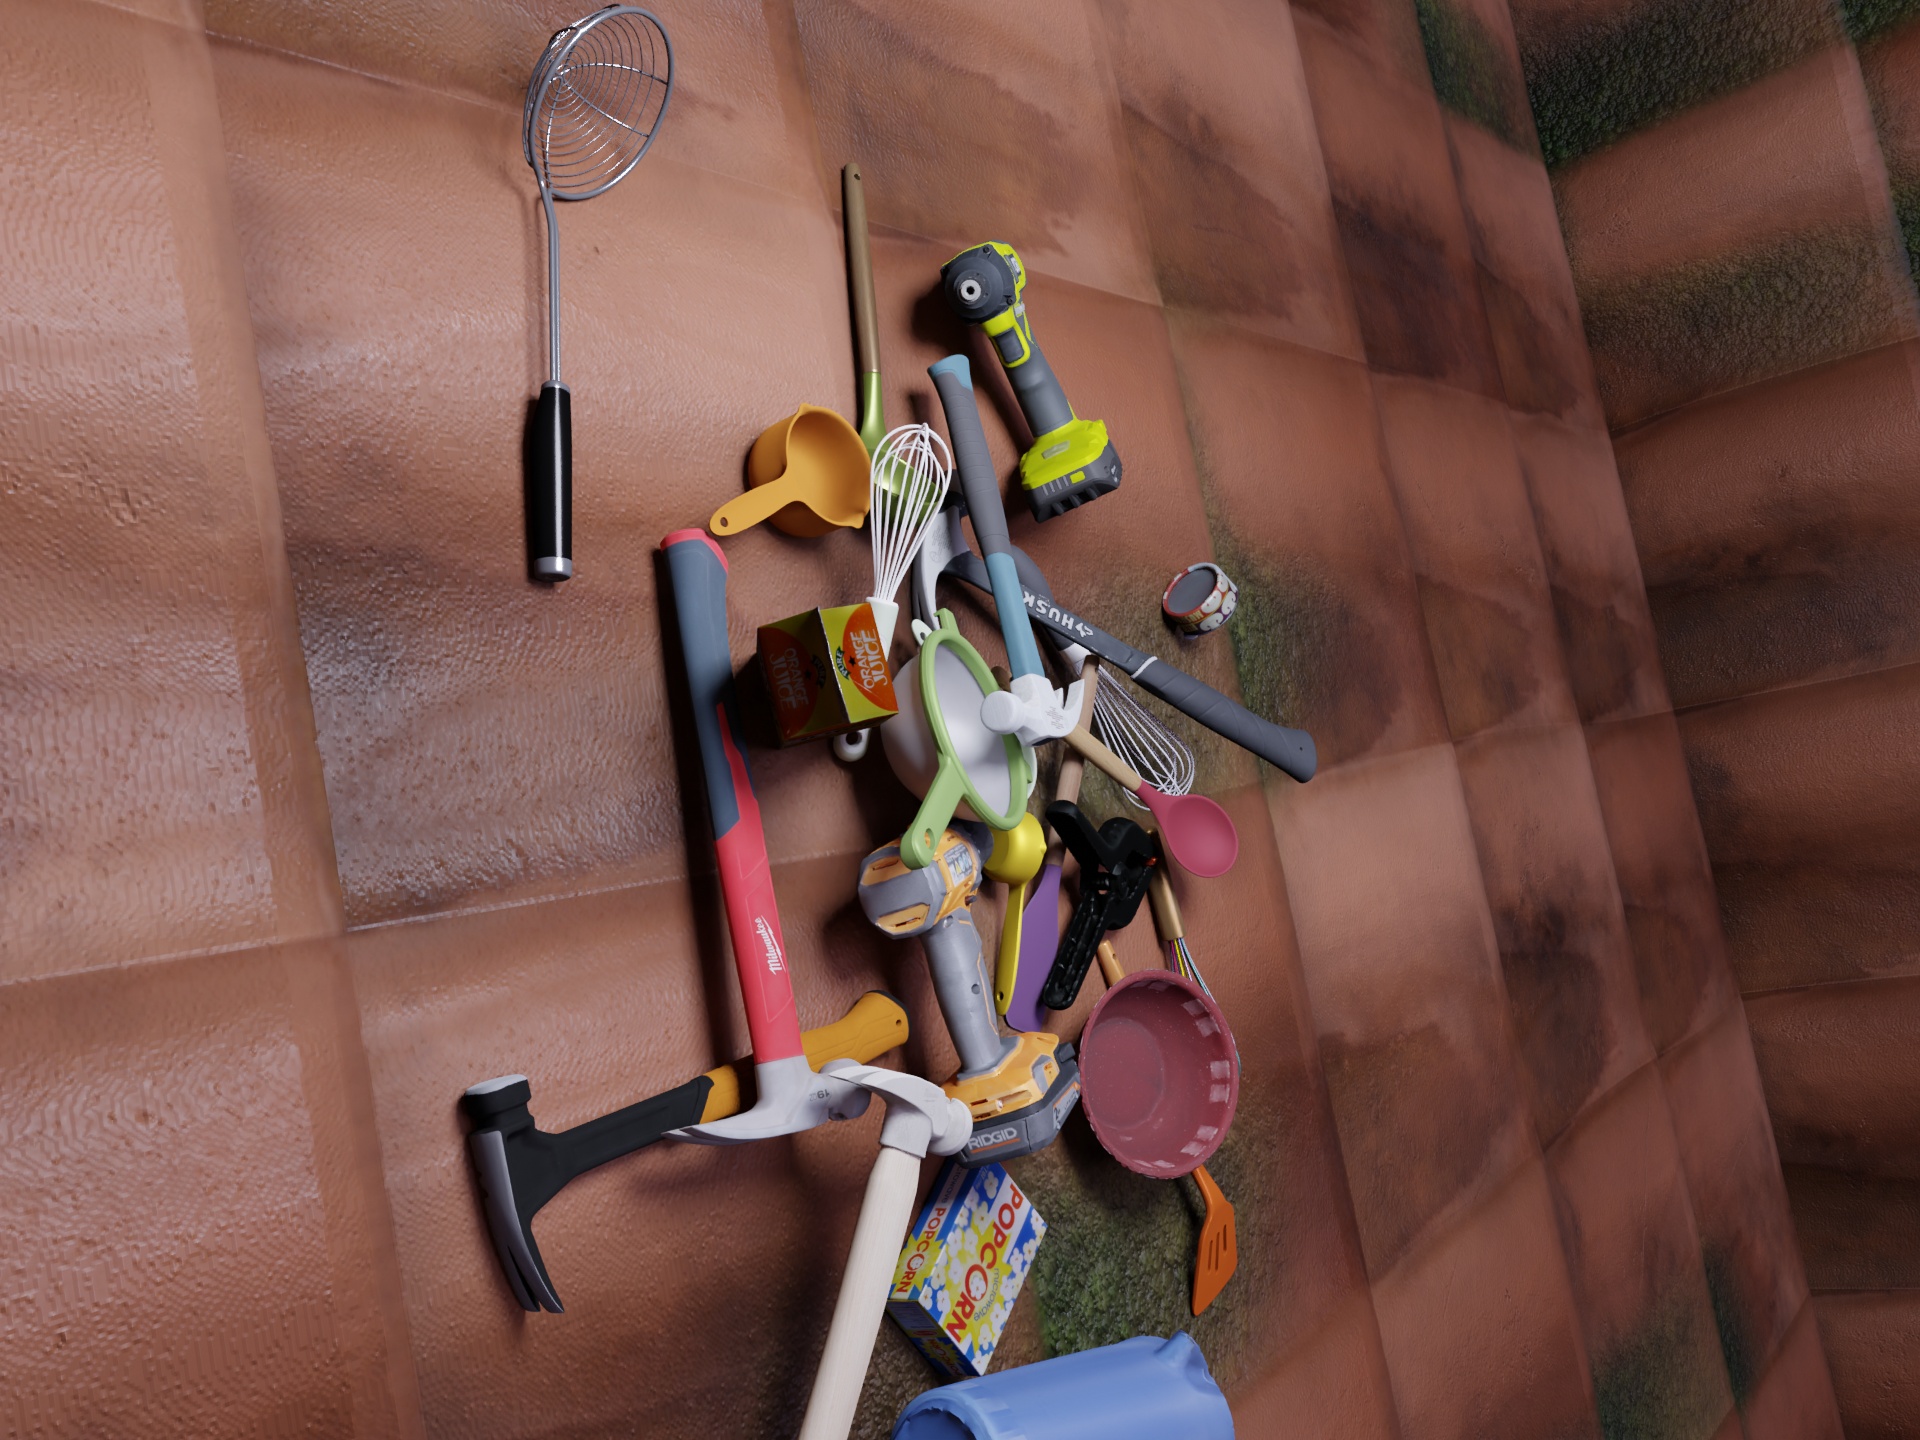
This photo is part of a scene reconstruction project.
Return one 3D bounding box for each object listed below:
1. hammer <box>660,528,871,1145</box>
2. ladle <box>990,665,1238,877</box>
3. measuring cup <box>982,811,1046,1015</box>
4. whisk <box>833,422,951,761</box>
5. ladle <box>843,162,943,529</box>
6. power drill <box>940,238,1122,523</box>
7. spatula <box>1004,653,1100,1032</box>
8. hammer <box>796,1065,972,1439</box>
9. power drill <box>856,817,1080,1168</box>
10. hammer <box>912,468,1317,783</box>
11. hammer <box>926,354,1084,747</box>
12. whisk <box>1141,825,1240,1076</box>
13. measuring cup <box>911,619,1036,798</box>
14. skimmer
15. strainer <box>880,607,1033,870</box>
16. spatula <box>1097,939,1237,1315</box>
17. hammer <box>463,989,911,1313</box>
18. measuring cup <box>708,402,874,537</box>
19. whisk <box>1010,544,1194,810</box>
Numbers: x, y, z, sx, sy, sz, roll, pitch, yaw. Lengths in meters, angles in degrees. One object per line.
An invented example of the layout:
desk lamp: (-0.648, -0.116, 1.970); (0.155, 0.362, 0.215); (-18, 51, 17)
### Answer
hammer: (-0.151, 0.064, 0.987); (0.143, 0.038, 0.386); (2, 71, -49)
ladle: (0.128, 0.041, 1.301); (0.315, 0.031, 0.069); (37, 62, -35)
measuring cup: (0.031, 0.145, 1.211); (0.029, 0.062, 0.156); (13, 79, -36)
whisk: (-0.054, -0.091, 1.130); (0.057, 0.059, 0.246); (12, 90, -13)
ladle: (-0.064, -0.296, 1.229); (0.078, 0.062, 0.320); (6, 70, -39)
power drill: (0.053, -0.285, 1.316); (0.223, 0.080, 0.171); (63, 15, -14)
spatula: (0.077, 0.092, 1.276); (0.059, 0.018, 0.316); (32, 64, -43)
hammer: (-0.083, 0.409, 0.925); (0.146, 0.038, 0.411); (46, 55, -56)
power drill: (0.010, 0.176, 1.125); (0.226, 0.084, 0.185); (69, 18, -2)
hammer: (0.135, -0.049, 1.311); (0.408, 0.036, 0.149); (28, 59, -20)
hammer: (0.025, -0.135, 1.211); (0.128, 0.033, 0.331); (18, 54, -57)
whisk: (0.194, 0.211, 1.387); (0.047, 0.051, 0.245); (-9, 82, -46)
measuring cup: (-0.002, -0.004, 1.224); (0.167, 0.038, 0.083); (57, 42, -16)
skimmer: (-0.226, -0.266, 0.993); (0.127, 0.090, 0.363); (50, 36, -76)
strainer: (-0.024, 0.038, 1.087); (0.151, 0.069, 0.256); (63, 22, -18)
spatula: (0.172, 0.336, 1.336); (0.081, 0.041, 0.322); (-25, 94, -51)
hammer: (-0.144, 0.236, 0.973); (0.336, 0.034, 0.127); (-12, 87, -52)
measuring cup: (-0.132, -0.156, 1.104); (0.173, 0.052, 0.095); (-39, 109, -47)
whisk: (0.115, -0.035, 1.362); (0.284, 0.070, 0.070); (54, 43, -18)
